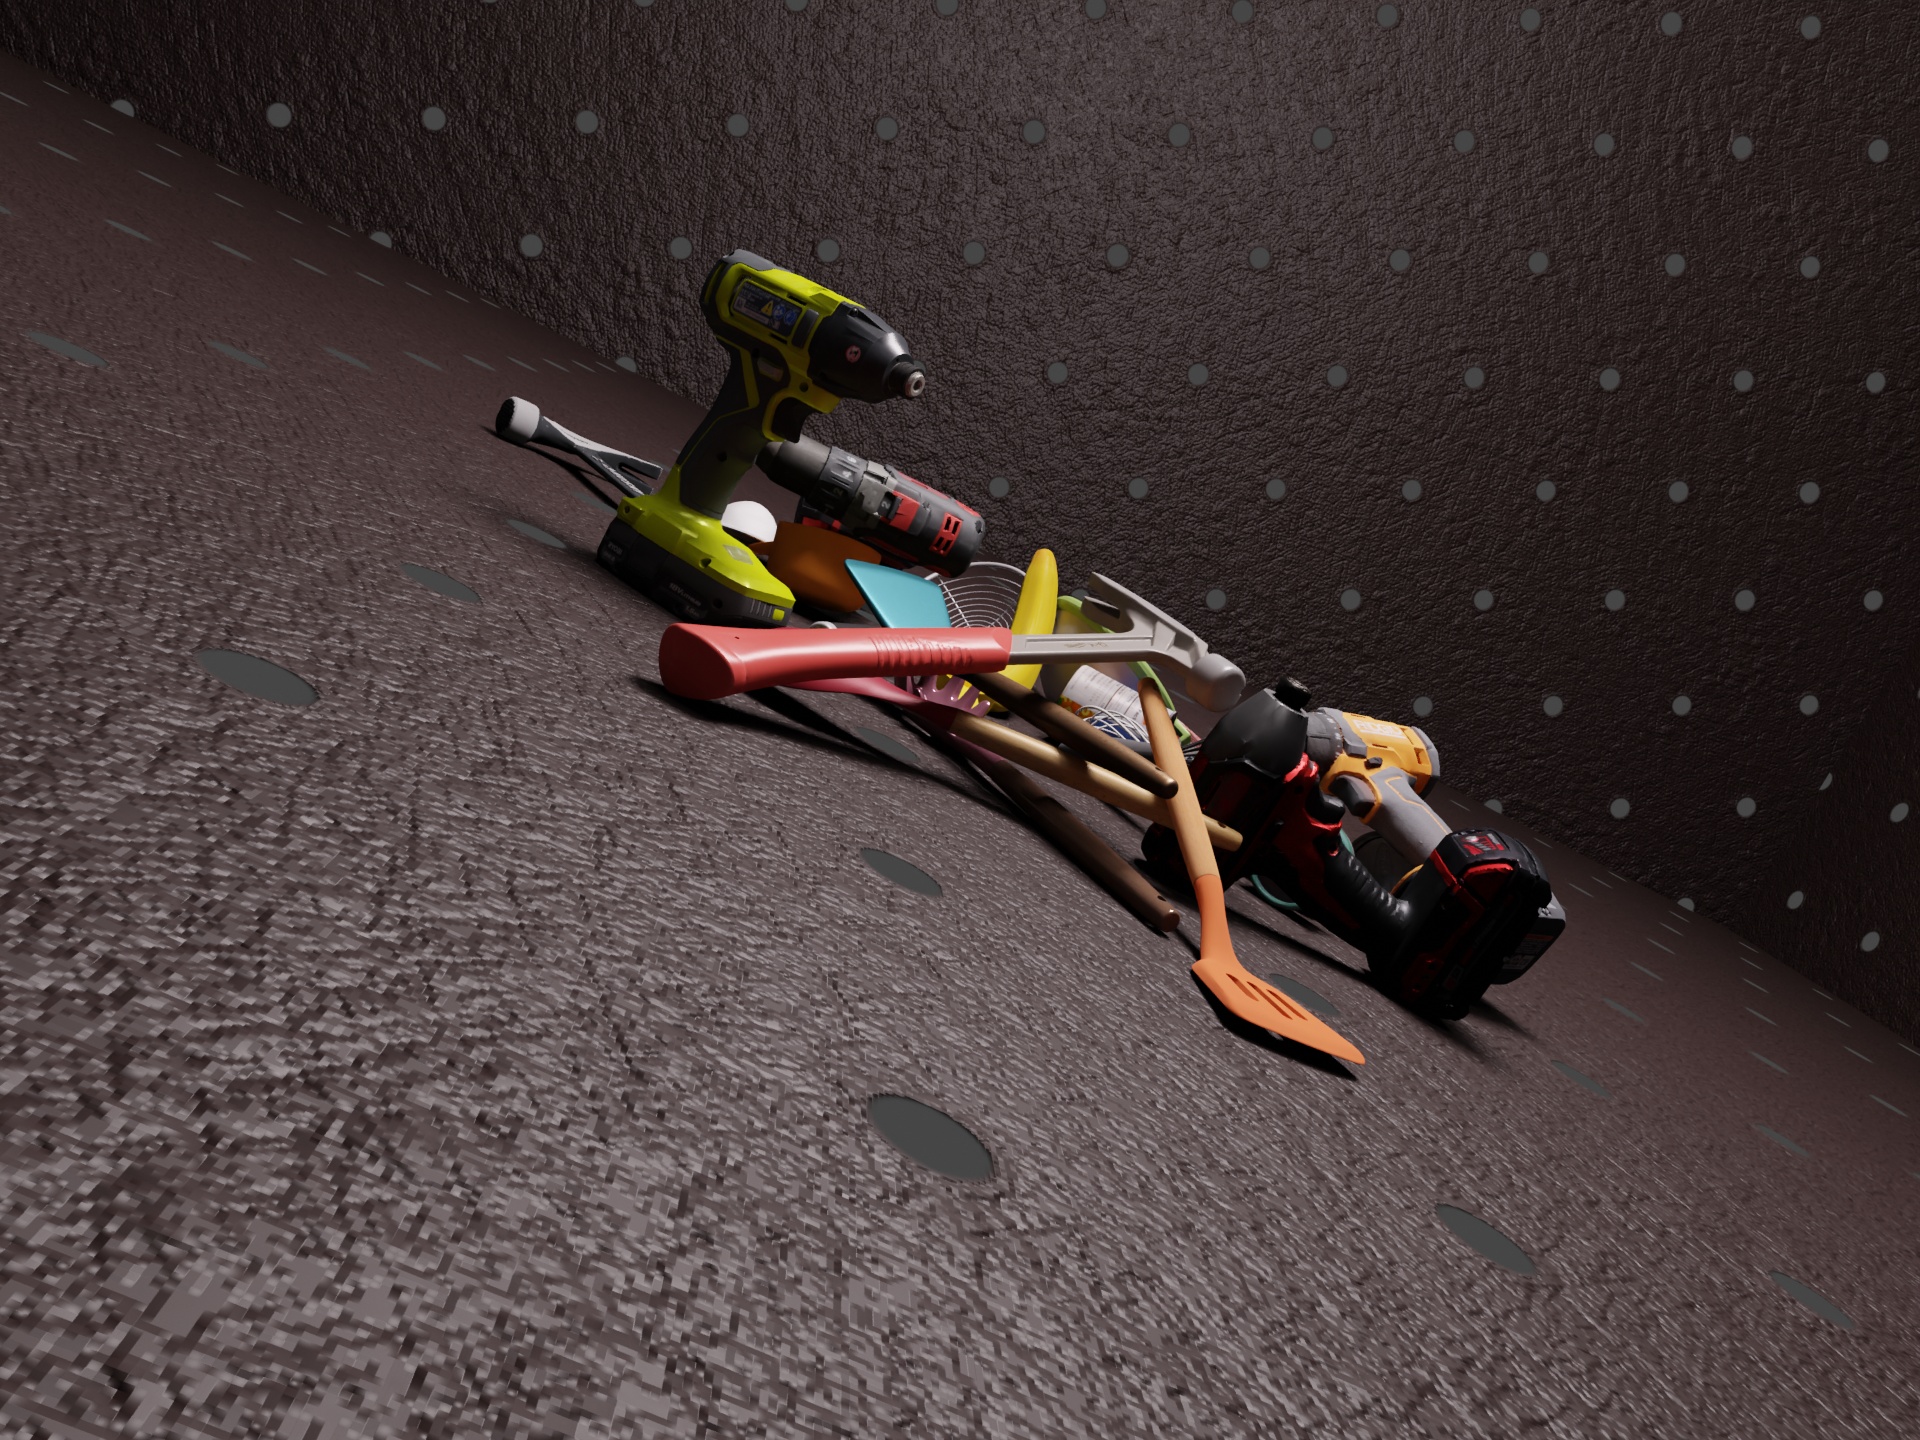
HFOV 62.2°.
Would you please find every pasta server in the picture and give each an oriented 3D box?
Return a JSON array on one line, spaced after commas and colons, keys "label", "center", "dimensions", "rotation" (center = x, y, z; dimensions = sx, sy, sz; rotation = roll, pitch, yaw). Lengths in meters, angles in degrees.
[{"label": "pasta server", "center": [0.039, 0.035, 0.952], "dimensions": [0.060, 0.040, 0.316], "rotation": [10, 19, -33]}]

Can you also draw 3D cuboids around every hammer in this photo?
[{"label": "hammer", "center": [-0.008, -0.044, 0.909], "dimensions": [0.359, 0.036, 0.149], "rotation": [-3, 29, -37]}, {"label": "hammer", "center": [-0.237, -0.162, 1.261], "dimensions": [0.149, 0.036, 0.409], "rotation": [21, 12, -41]}]

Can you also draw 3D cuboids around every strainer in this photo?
[{"label": "strainer", "center": [-0.132, -0.138, 1.419], "dimensions": [0.258, 0.050, 0.087], "rotation": [29, -6, -15]}, {"label": "strainer", "center": [0.094, -0.035, 1.406], "dimensions": [0.151, 0.069, 0.256], "rotation": [52, -10, -17]}]

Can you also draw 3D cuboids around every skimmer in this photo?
[{"label": "skimmer", "center": [-0.037, -0.093, 1.273], "dimensions": [0.127, 0.090, 0.363], "rotation": [4, 3, 19]}]

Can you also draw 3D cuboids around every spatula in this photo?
[{"label": "spatula", "center": [0.136, 0.067, 0.868], "dimensions": [0.081, 0.041, 0.323], "rotation": [24, 31, -22]}, {"label": "spatula", "center": [0.030, -0.028, 0.978], "dimensions": [0.082, 0.044, 0.318], "rotation": [11, 14, -39]}]

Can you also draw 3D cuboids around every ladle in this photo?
[{"label": "ladle", "center": [0.019, 0.011, 0.921], "dimensions": [0.315, 0.031, 0.069], "rotation": [23, 22, -5]}]

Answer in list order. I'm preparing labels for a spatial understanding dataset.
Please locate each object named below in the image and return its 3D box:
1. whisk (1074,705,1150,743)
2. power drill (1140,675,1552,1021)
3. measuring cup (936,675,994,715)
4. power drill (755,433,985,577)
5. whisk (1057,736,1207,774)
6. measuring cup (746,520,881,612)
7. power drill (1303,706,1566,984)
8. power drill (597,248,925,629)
[{"label": "whisk", "center": [0.168, 0.063, 1.159], "dimensions": [0.058, 0.059, 0.247], "rotation": [-26, 49, -34]}, {"label": "power drill", "center": [0.236, 0.075, 0.970], "dimensions": [0.219, 0.143, 0.078], "rotation": [29, 14, -5]}, {"label": "measuring cup", "center": [-0.002, -0.004, 1.118], "dimensions": [0.062, 0.029, 0.157], "rotation": [25, 21, -10]}, {"label": "power drill", "center": [-0.087, -0.183, 1.319], "dimensions": [0.187, 0.080, 0.227], "rotation": [25, 2, -13]}, {"label": "whisk", "center": [0.147, 0.028, 1.092], "dimensions": [0.055, 0.055, 0.239], "rotation": [21, -11, -35]}, {"label": "measuring cup", "center": [-0.137, -0.122, 1.308], "dimensions": [0.095, 0.052, 0.174], "rotation": [20, -10, -36]}, {"label": "power drill", "center": [0.298, 0.076, 1.127], "dimensions": [0.185, 0.084, 0.226], "rotation": [9, 37, -31]}, {"label": "power drill", "center": [-0.128, -0.172, 1.023], "dimensions": [0.171, 0.223, 0.080], "rotation": [32, 10, 28]}]
